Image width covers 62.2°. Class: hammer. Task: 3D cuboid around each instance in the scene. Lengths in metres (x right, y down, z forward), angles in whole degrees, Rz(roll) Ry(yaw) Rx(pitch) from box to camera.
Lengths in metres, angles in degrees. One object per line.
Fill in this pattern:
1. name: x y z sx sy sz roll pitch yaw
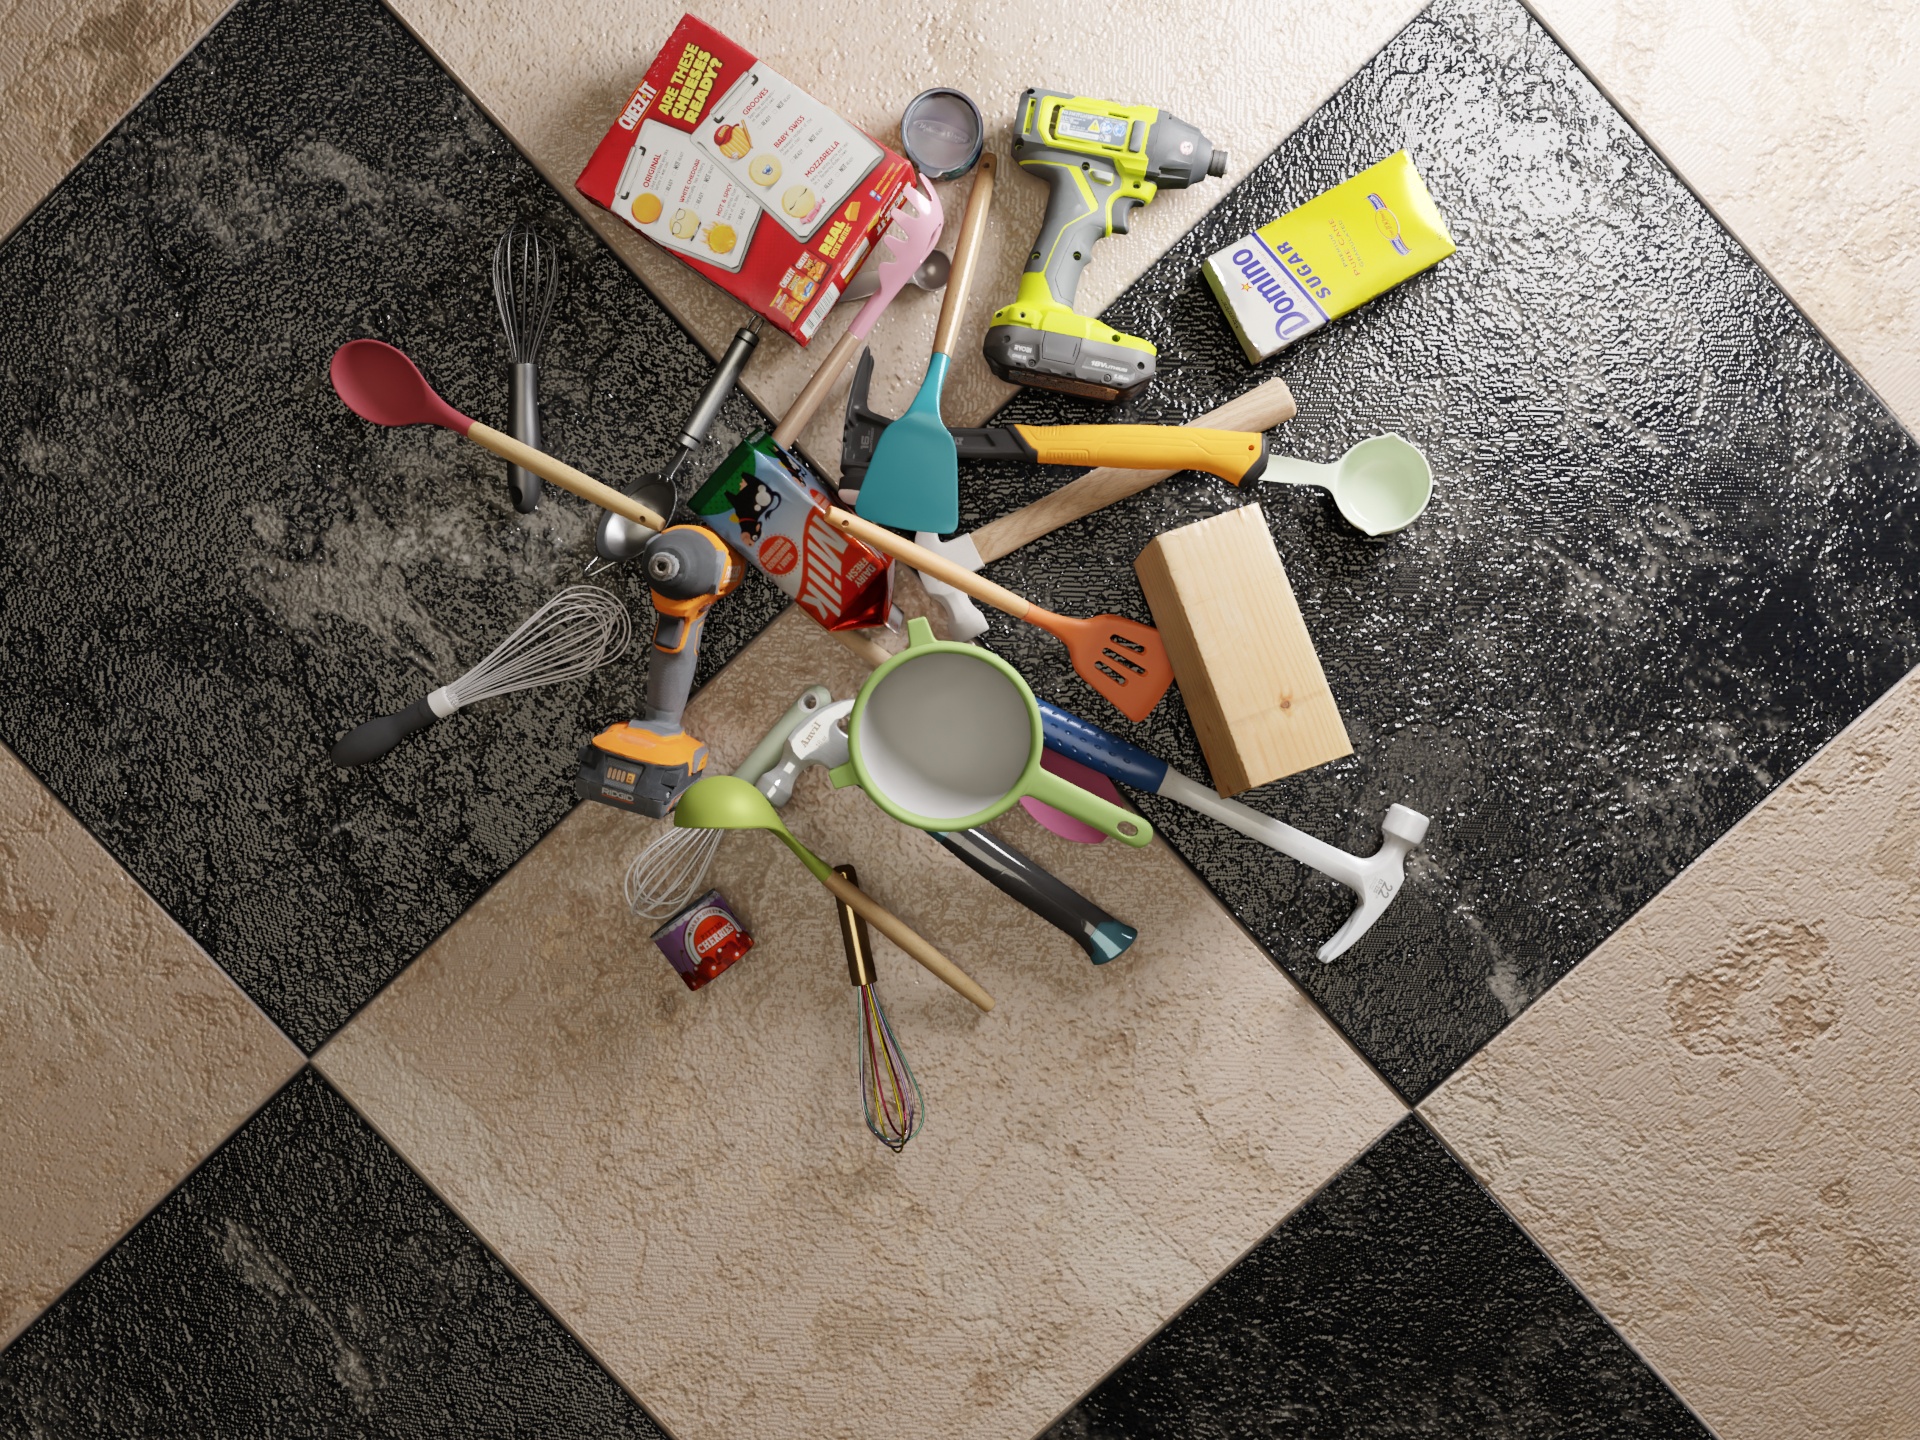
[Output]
1. hammer: 0.172 0.058 1.299 0.405 0.035 0.144 26 90 -2
2. hammer: 0.115 -0.192 1.291 0.331 0.031 0.130 -26 93 4
3. hammer: 0.001 0.098 1.306 0.331 0.033 0.128 35 86 -6
4. hammer: 0.074 -0.225 1.258 0.337 0.034 0.127 4 78 7

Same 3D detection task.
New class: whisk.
1. whisk: -0.191 0.067 1.317 0.058 0.059 0.246 40 90 14
2. whisk: -0.073 0.241 1.328 0.051 0.047 0.245 -11 91 4
3. whisk: -0.353 -0.288 1.294 0.055 0.055 0.239 3 99 2
4. whisk: -0.400 -0.031 1.312 0.284 0.070 0.070 -26 93 8

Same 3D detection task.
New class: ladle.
1. ladle: -0.096 0.151 1.286 0.320 0.078 0.062 41 76 -18
2. ladle: -0.371 -0.224 1.278 0.315 0.031 0.069 27 118 11

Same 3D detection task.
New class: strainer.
1. strainer: -0.224 -0.219 1.297 0.087 0.050 0.258 30 90 43
2. strainer: 0.035 0.030 1.254 0.256 0.069 0.151 26 102 -7

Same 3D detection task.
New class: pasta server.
1. pasta server: -0.107 -0.292 1.277 0.040 0.060 0.316 37 103 0

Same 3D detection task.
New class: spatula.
1. spatula: 0.034 -0.094 1.258 0.322 0.041 0.081 24 104 -27
2. spatula: -0.011 -0.304 1.255 0.082 0.044 0.318 11 75 9

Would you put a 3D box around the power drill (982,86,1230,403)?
1. power drill: 0.111 -0.373 1.258 0.171 0.080 0.223 11 92 1

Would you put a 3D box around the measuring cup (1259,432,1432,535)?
1. measuring cup: 0.297 -0.196 1.290 0.167 0.038 0.083 12 92 18

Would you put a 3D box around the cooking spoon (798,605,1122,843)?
1. cooking spoon: -0.002 -0.004 1.317 0.319 0.017 0.069 36 78 -1

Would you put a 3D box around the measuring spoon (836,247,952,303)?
1. measuring spoon: -0.066 -0.357 1.297 0.124 0.018 0.034 -10 92 9

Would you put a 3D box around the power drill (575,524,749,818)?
1. power drill: -0.233 -0.044 1.250 0.084 0.164 0.226 16 97 3
